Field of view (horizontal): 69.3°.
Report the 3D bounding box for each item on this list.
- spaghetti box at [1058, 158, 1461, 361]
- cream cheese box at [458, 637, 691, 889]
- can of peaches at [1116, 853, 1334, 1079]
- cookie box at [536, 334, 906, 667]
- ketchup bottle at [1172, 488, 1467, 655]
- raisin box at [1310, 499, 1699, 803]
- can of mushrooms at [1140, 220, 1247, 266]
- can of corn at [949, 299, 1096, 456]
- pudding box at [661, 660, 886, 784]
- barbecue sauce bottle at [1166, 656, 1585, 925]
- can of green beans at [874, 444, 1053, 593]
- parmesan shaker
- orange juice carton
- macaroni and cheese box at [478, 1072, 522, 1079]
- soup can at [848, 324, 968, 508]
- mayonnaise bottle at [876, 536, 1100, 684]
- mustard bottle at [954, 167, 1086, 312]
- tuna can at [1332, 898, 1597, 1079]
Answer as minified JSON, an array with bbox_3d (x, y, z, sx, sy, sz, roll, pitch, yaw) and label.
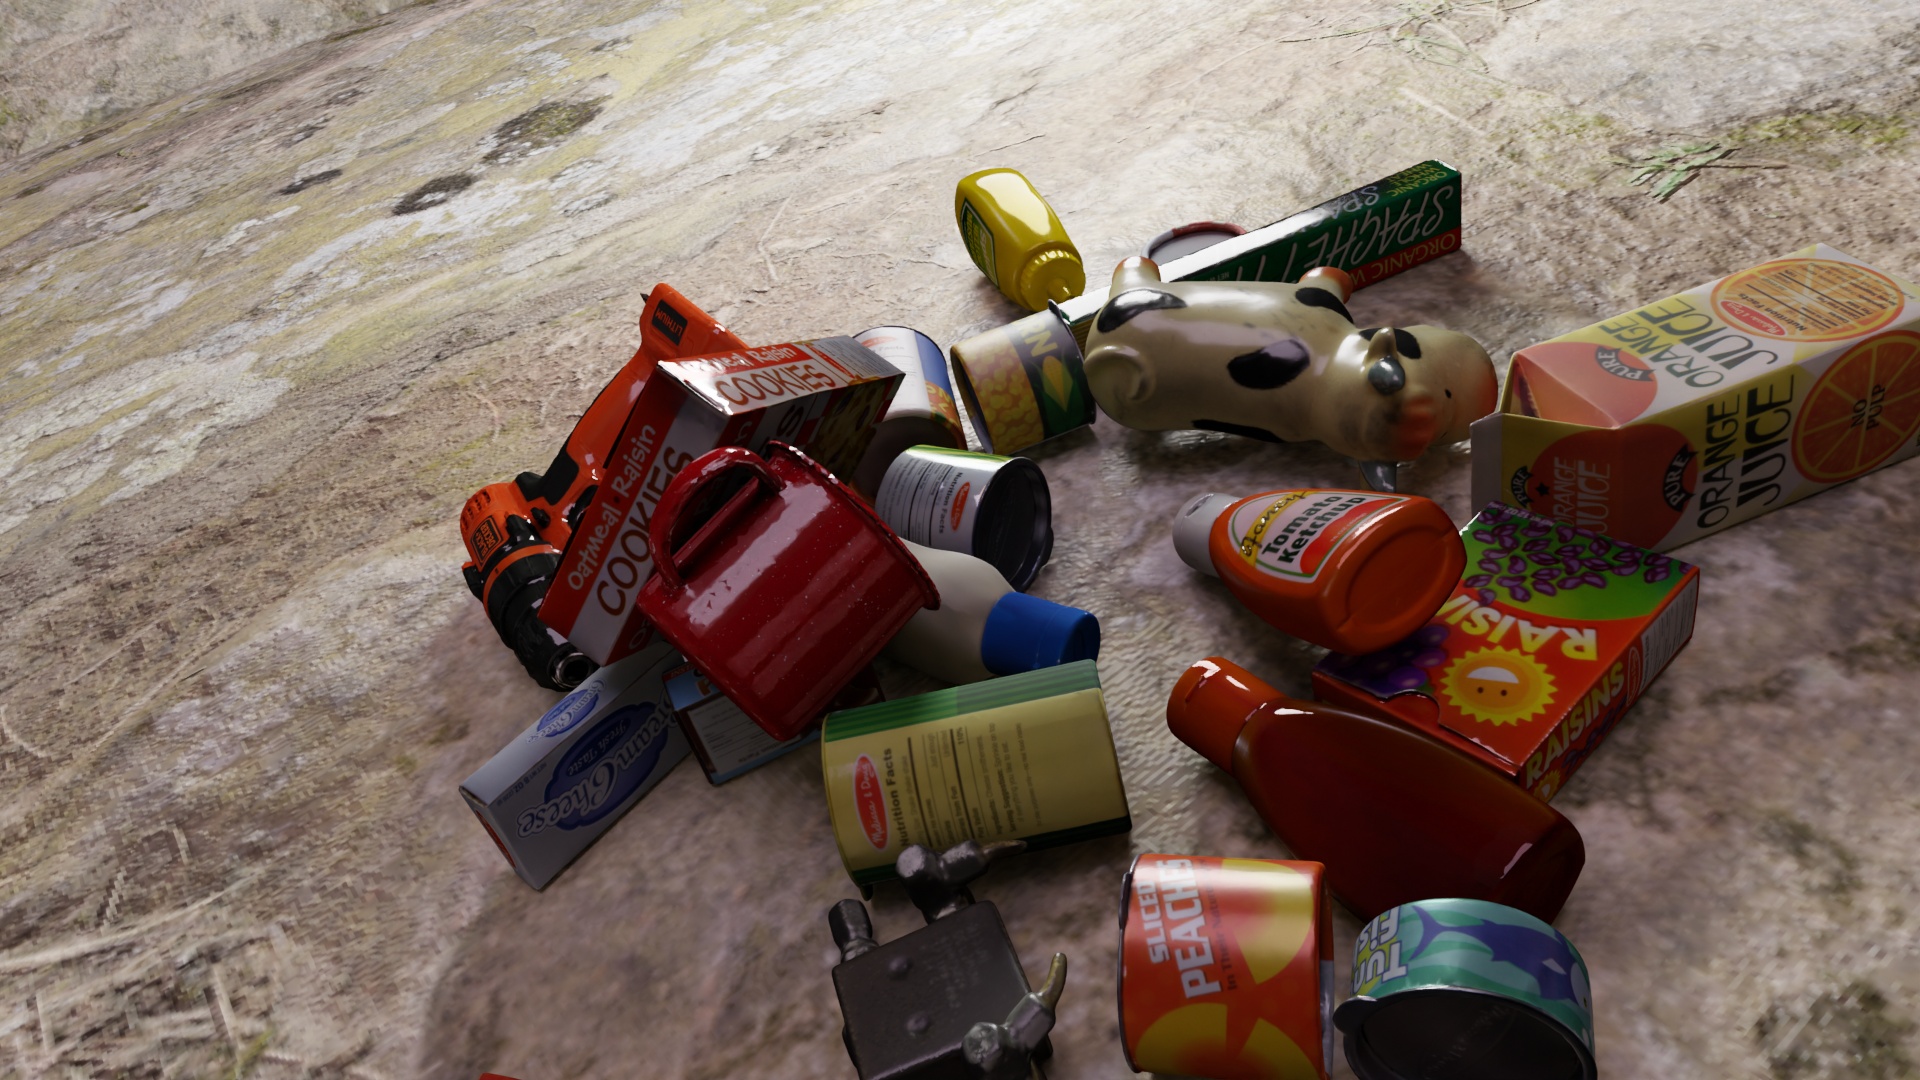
[{"bbox_3d":[0.171,-0.150,0.785,0.250,0.050,0.029,-23,37,-9],"label":"spaghetti box"},{"bbox_3d":[-0.154,0.091,0.585,0.024,0.053,0.104,18,47,37],"label":"cream cheese box"},{"bbox_3d":[0.082,0.129,0.423,0.058,0.071,0.071,-1,38,19],"label":"can of peaches"},{"bbox_3d":[-0.099,-0.024,0.606,0.040,0.122,0.168,35,21,11],"label":"cookie box"},{"bbox_3d":[0.132,0.005,0.555,0.065,0.043,0.149,-38,15,-9],"label":"ketchup bottle"},{"bbox_3d":[0.204,0.043,0.519,0.124,0.040,0.086,-37,41,-25],"label":"raisin box"},{"bbox_3d":[0.143,-0.161,0.826,0.071,0.033,0.071,-11,35,8],"label":"can of mushrooms"},{"bbox_3d":[0.032,-0.085,0.734,0.058,0.070,0.071,-21,35,-5],"label":"can of corn"},{"bbox_3d":[-0.078,0.064,0.594,0.084,0.049,0.030,-24,37,-9],"label":"pudding box"},{"bbox_3d":[0.133,0.087,0.479,0.065,0.043,0.149,-53,41,-4],"label":"barbecue sauce bottle"},{"bbox_3d":[0.001,-0.009,0.647,0.058,0.071,0.071,10,43,34],"label":"can of green beans"},{"bbox_3d":[0.007,0.089,0.516,0.103,0.071,0.072,-12,35,4],"label":"parmesan shaker"},{"bbox_3d":[0.300,-0.051,0.581,0.193,0.071,0.073,-20,35,-5],"label":"orange juice carton"},{"bbox_3d":[-0.098,0.225,0.390,0.166,0.040,0.124,1,38,23],"label":"macaroni and cheese box"},{"bbox_3d":[-0.033,-0.063,0.734,0.071,0.071,0.084,-15,40,2],"label":"soup can"},{"bbox_3d":[-0.011,0.030,0.606,0.148,0.064,0.041,15,42,31],"label":"mayonnaise bottle"},{"bbox_3d":[0.041,-0.180,0.869,0.049,0.065,0.161,-18,39,-10],"label":"mustard bottle"},{"bbox_3d":[0.142,0.134,0.395,0.071,0.070,0.033,-1,37,21],"label":"tuna can"}]
